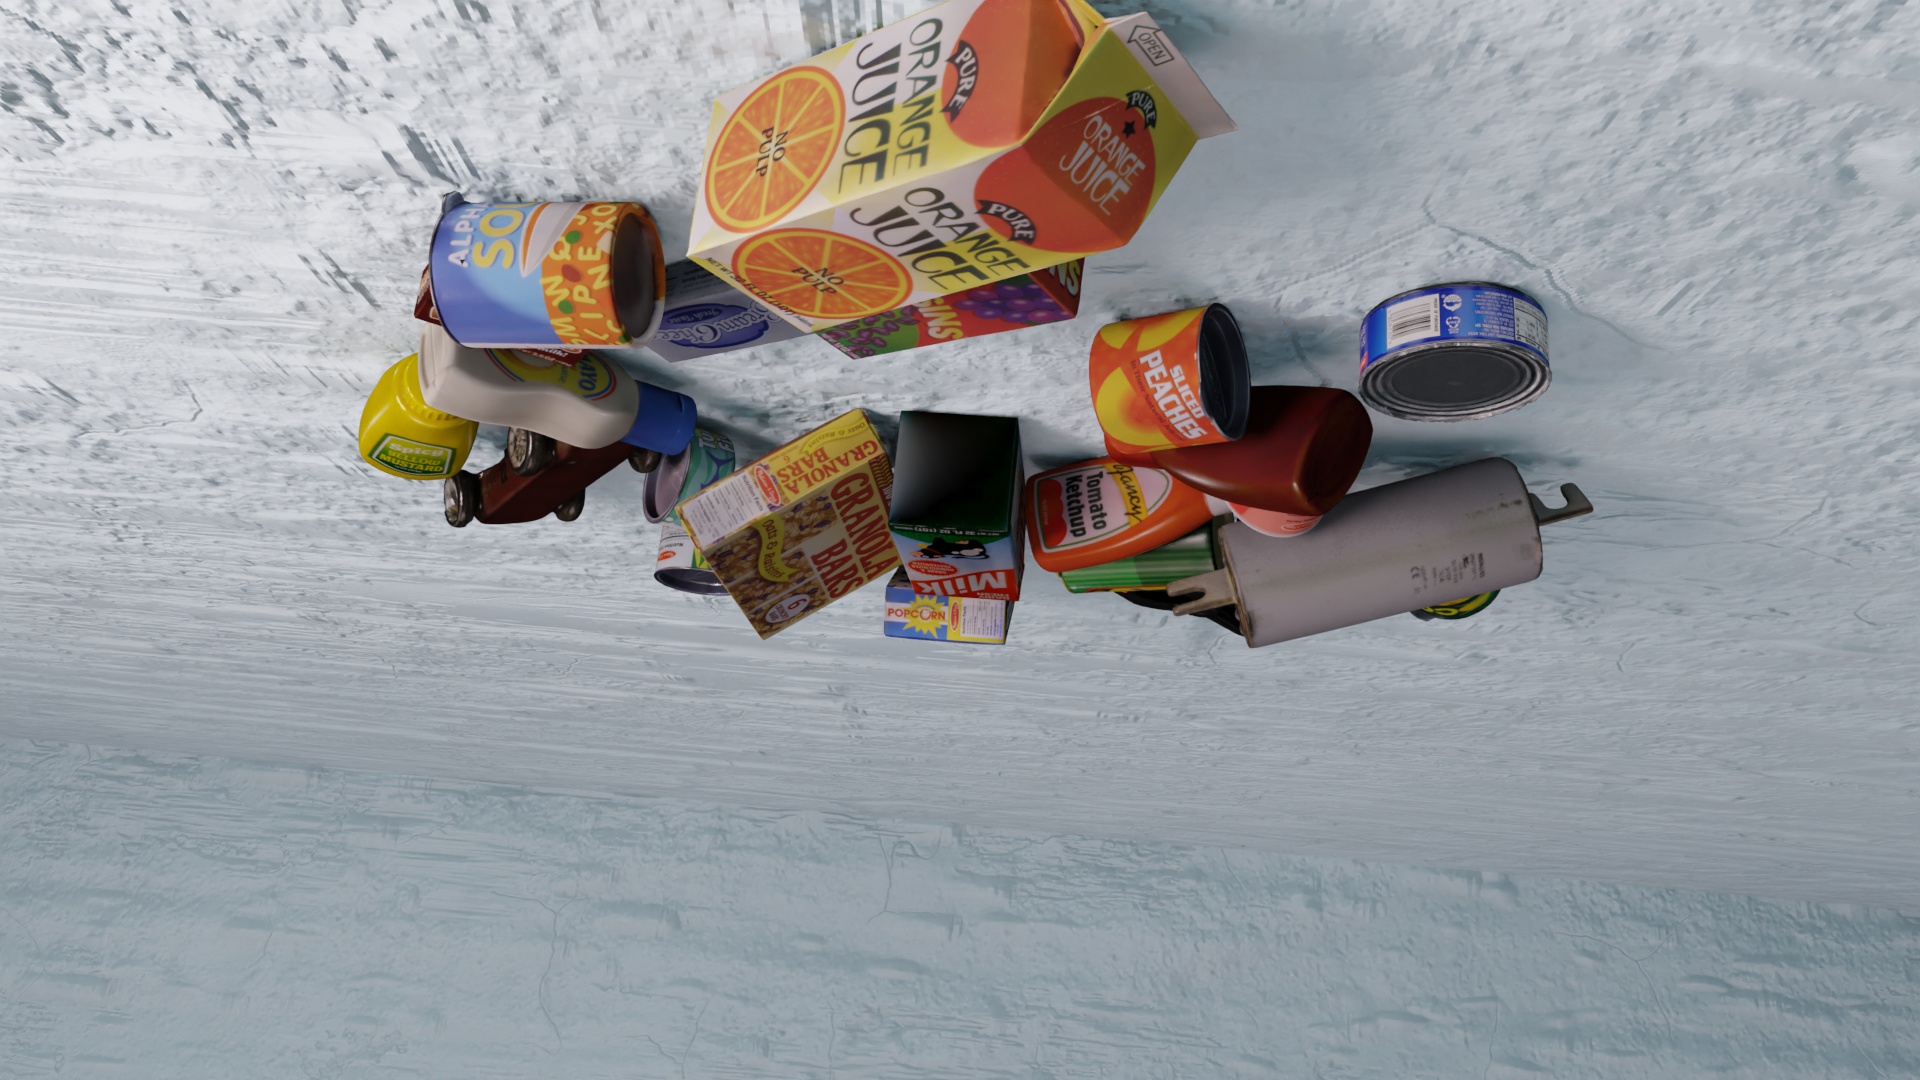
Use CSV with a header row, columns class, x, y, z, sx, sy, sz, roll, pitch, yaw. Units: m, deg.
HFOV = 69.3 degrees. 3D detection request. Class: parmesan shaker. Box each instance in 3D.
class,x,y,z,sx,sy,sz,roll,pitch,yaw
parmesan shaker,0.119,0.001,0.894,0.103,0.071,0.071,-3,160,25

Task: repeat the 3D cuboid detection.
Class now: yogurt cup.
class,x,y,z,sx,sy,sz,roll,pitch,yaw
yogurt cup,0.182,-0.042,0.761,0.072,0.072,0.053,10,153,-13

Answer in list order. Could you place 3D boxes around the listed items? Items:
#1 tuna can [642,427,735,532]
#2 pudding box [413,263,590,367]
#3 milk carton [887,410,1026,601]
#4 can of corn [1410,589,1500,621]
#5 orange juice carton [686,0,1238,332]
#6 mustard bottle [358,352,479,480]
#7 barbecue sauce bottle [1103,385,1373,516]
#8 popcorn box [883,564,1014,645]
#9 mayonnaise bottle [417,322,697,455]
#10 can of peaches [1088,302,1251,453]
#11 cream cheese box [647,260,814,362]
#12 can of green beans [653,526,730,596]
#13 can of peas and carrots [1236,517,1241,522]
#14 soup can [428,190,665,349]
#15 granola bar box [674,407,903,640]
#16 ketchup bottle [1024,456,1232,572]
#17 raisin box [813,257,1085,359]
class,x,y,z,sx,sy,sz,roll,pitch,yaw
tuna can,-0.168,-0.041,0.863,0.033,0.071,0.071,17,158,-33
pudding box,-0.223,-0.119,0.694,0.084,0.030,0.049,17,158,-31
milk carton,0.003,-0.011,0.886,0.072,0.073,0.190,3,162,7
can of corn,0.304,0.013,0.879,0.071,0.071,0.058,-5,158,29
orange juice carton,-0.002,-0.139,0.501,0.192,0.073,0.072,-8,157,34
mustard bottle,-0.312,-0.077,0.813,0.065,0.049,0.159,12,161,-25
barbecue sauce bottle,0.136,-0.051,0.717,0.043,0.065,0.148,43,162,-33
popcorn box,-0.004,0.038,1.004,0.085,0.038,0.127,3,-167,5
mayonnaise bottle,-0.216,-0.082,0.757,0.148,0.065,0.041,16,131,-40
can of peaches,0.101,-0.076,0.669,0.058,0.071,0.071,-6,159,32
cream cheese box,-0.121,-0.115,0.684,0.103,0.024,0.053,-6,159,31
can of green beans,-0.184,0.003,1.006,0.071,0.058,0.071,5,161,2
can of peas and carrots,0.217,0.007,0.897,0.071,0.071,0.058,-4,160,25
soup can,-0.184,-0.121,0.623,0.084,0.071,0.071,1,161,9
granola bar box,-0.097,-0.006,0.878,0.124,0.039,0.165,-29,158,-7
ketchup bottle,0.114,-0.024,0.840,0.148,0.065,0.043,-13,158,22
raisin box,-0.020,-0.122,0.613,0.123,0.040,0.086,-5,158,32
